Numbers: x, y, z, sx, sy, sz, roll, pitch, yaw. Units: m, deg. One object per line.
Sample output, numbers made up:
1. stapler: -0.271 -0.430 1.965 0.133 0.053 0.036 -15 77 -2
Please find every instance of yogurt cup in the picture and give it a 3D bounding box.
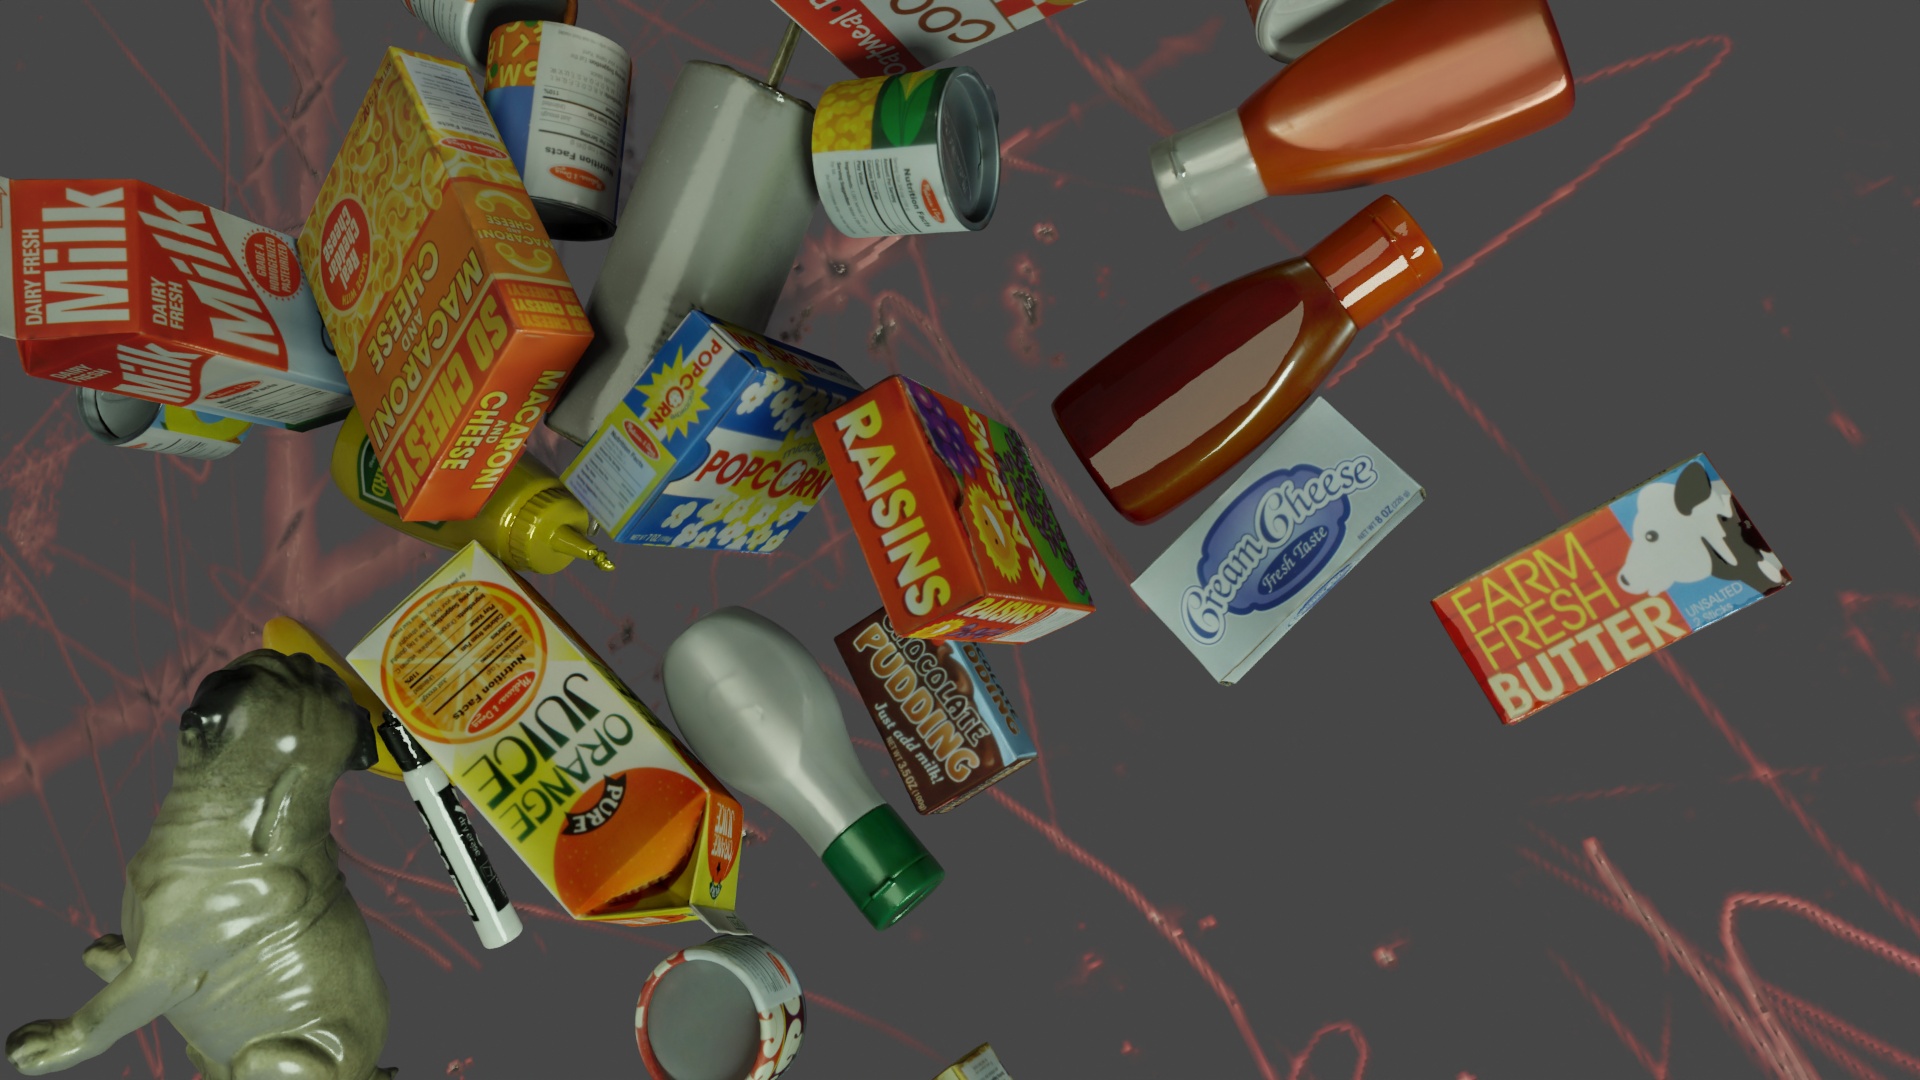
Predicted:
1. yogurt cup: 0.134 -0.223 0.524 0.072 0.072 0.054 -27 67 18

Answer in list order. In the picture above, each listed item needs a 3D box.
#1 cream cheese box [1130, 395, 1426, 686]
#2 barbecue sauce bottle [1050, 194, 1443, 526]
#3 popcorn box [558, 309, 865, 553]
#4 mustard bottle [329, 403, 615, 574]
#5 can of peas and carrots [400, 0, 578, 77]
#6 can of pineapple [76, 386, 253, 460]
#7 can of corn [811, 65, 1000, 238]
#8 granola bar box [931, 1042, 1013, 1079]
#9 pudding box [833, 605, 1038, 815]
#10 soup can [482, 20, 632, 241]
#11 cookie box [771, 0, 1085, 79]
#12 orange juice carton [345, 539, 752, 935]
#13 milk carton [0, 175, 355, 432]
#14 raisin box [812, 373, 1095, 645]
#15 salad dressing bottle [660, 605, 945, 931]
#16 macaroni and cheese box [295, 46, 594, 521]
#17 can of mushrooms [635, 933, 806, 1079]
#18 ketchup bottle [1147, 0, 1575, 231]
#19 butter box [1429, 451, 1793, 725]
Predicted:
1. cream cheese box: 0.119 0.001 0.526 0.103 0.024 0.053 -47 69 11
2. barbecue sauce bottle: 0.109 -0.071 0.528 0.148 0.043 0.065 -37 65 14
3. popcorn box: -0.090 -0.039 0.560 0.038 0.127 0.085 45 102 16
4. mustard bottle: -0.225 -0.021 0.655 0.160 0.049 0.065 23 92 23
5. can of peas and carrots: -0.228 -0.268 0.675 0.059 0.071 0.071 43 101 20
6. can of pineapple: -0.418 -0.080 0.735 0.071 0.058 0.071 -2 84 22
7. can of corn: -0.021 -0.162 0.580 0.058 0.071 0.071 1 85 23
8. granola bar box: -0.019 0.299 0.542 0.165 0.039 0.124 -43 71 13
9. pudding box: -0.010 0.064 0.569 0.049 0.030 0.084 -32 74 15
10. soup can: -0.193 -0.190 0.652 0.071 0.071 0.084 3 85 22
11. cookie box: 0.006 -0.248 0.546 0.167 0.123 0.040 -16 78 20
12. orange juice carton: -0.160 0.096 0.586 0.193 0.071 0.073 43 79 14
13. milk carton: -0.356 -0.107 0.641 0.073 0.190 0.072 -13 80 20
14. raisin box: 0.002 -0.007 0.521 0.040 0.123 0.086 -27 75 18
15. salad dressing bottle: -0.066 0.094 0.582 0.064 0.044 0.148 -44 72 7
16. macaroni and cheese box: -0.229 -0.110 0.607 0.123 0.040 0.167 -46 62 32
17. can of mushrooms: -0.103 0.205 0.589 0.071 0.033 0.071 -2 83 21
18. ketchup bottle: 0.146 -0.161 0.522 0.148 0.043 0.065 -18 77 20
19. butter box: 0.222 0.018 0.482 0.103 0.024 0.053 -32 73 16
